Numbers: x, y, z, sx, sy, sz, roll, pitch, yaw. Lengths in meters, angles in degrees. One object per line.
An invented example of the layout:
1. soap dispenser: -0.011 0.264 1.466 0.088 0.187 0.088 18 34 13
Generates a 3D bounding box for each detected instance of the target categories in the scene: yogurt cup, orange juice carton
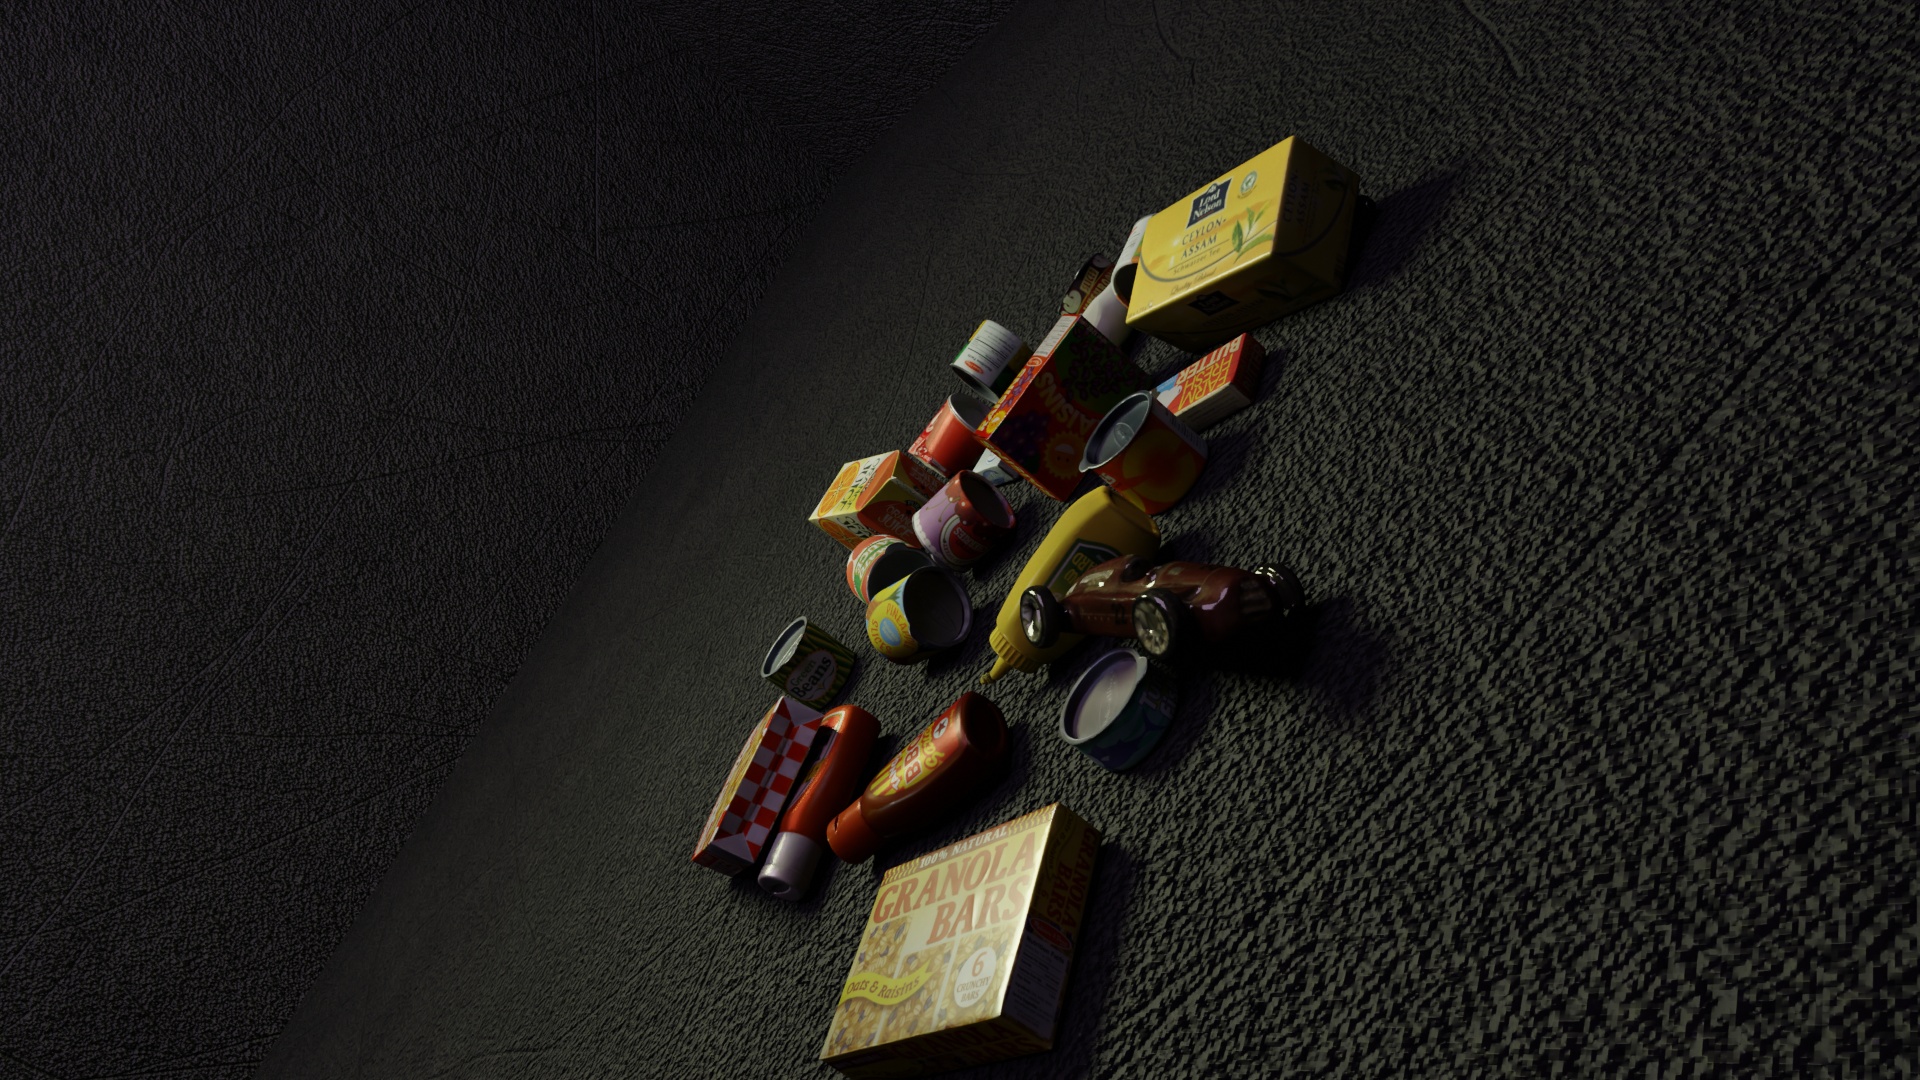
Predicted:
1. yogurt cup: 0.004 -0.096 1.298 0.053 0.072 0.073 -52 17 25
2. orange juice carton: -0.071 -0.034 1.343 0.073 0.072 0.192 -58 19 -16

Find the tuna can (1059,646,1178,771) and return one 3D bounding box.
1. tuna can: 0.092 0.095 0.793 0.071 0.033 0.071 -45 20 22

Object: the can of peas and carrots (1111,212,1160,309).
1. can of peas and carrots: 0.167 -0.227 1.154 0.070 0.071 0.059 -25 33 53

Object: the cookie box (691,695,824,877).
1. cookie box: -0.165 0.200 1.110 0.123 0.040 0.167 -66 7 -22

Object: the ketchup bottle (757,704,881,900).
1. ketchup bottle: -0.108 0.199 1.053 0.064 0.043 0.149 -39 23 49

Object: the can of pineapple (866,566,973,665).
1. can of pineapple: -0.034 0.061 1.093 0.057 0.071 0.071 -31 28 49

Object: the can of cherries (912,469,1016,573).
1. can of cherries: 0.004 -0.014 1.145 0.058 0.071 0.072 -42 21 24

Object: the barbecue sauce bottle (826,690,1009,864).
1. barbecue sauce bottle: -0.031 0.166 0.934 0.148 0.043 0.065 -43 22 26

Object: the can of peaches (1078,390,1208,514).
1. can of peaches: 0.126 -0.058 0.952 0.071 0.058 0.071 -45 21 22

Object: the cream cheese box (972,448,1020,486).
1. cream cheese box: 0.053 -0.096 1.241 0.104 0.024 0.053 -60 19 -21

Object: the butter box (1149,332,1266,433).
1. butter box: 0.169 -0.102 0.984 0.103 0.024 0.053 -30 29 48

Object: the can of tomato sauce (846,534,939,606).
1. can of tomato sauce: -0.059 0.031 1.202 0.071 0.071 0.083 -54 18 -4

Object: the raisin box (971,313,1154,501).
1. raisin box: 0.081 -0.105 1.096 0.123 0.086 0.040 -54 20 -4

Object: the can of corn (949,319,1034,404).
1. can of corn: 0.033 -0.174 1.368 0.058 0.071 0.071 -53 19 -4

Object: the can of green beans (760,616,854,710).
1. can of green beans: -0.138 0.112 1.255 0.071 0.058 0.071 -45 20 21

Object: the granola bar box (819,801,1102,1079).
1. granola bar box: 0.000 0.225 0.763 0.165 0.039 0.125 -33 27 44

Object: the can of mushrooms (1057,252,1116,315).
1. can of mushrooms: 0.121 -0.226 1.264 0.071 0.033 0.071 -52 -9 -12

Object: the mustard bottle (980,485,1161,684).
1. mustard bottle: 0.064 0.041 0.916 0.159 0.065 0.049 -53 13 17

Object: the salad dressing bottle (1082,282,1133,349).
1. salad dressing bottle: 0.131 -0.193 1.208 0.148 0.044 0.064 -55 12 -11
